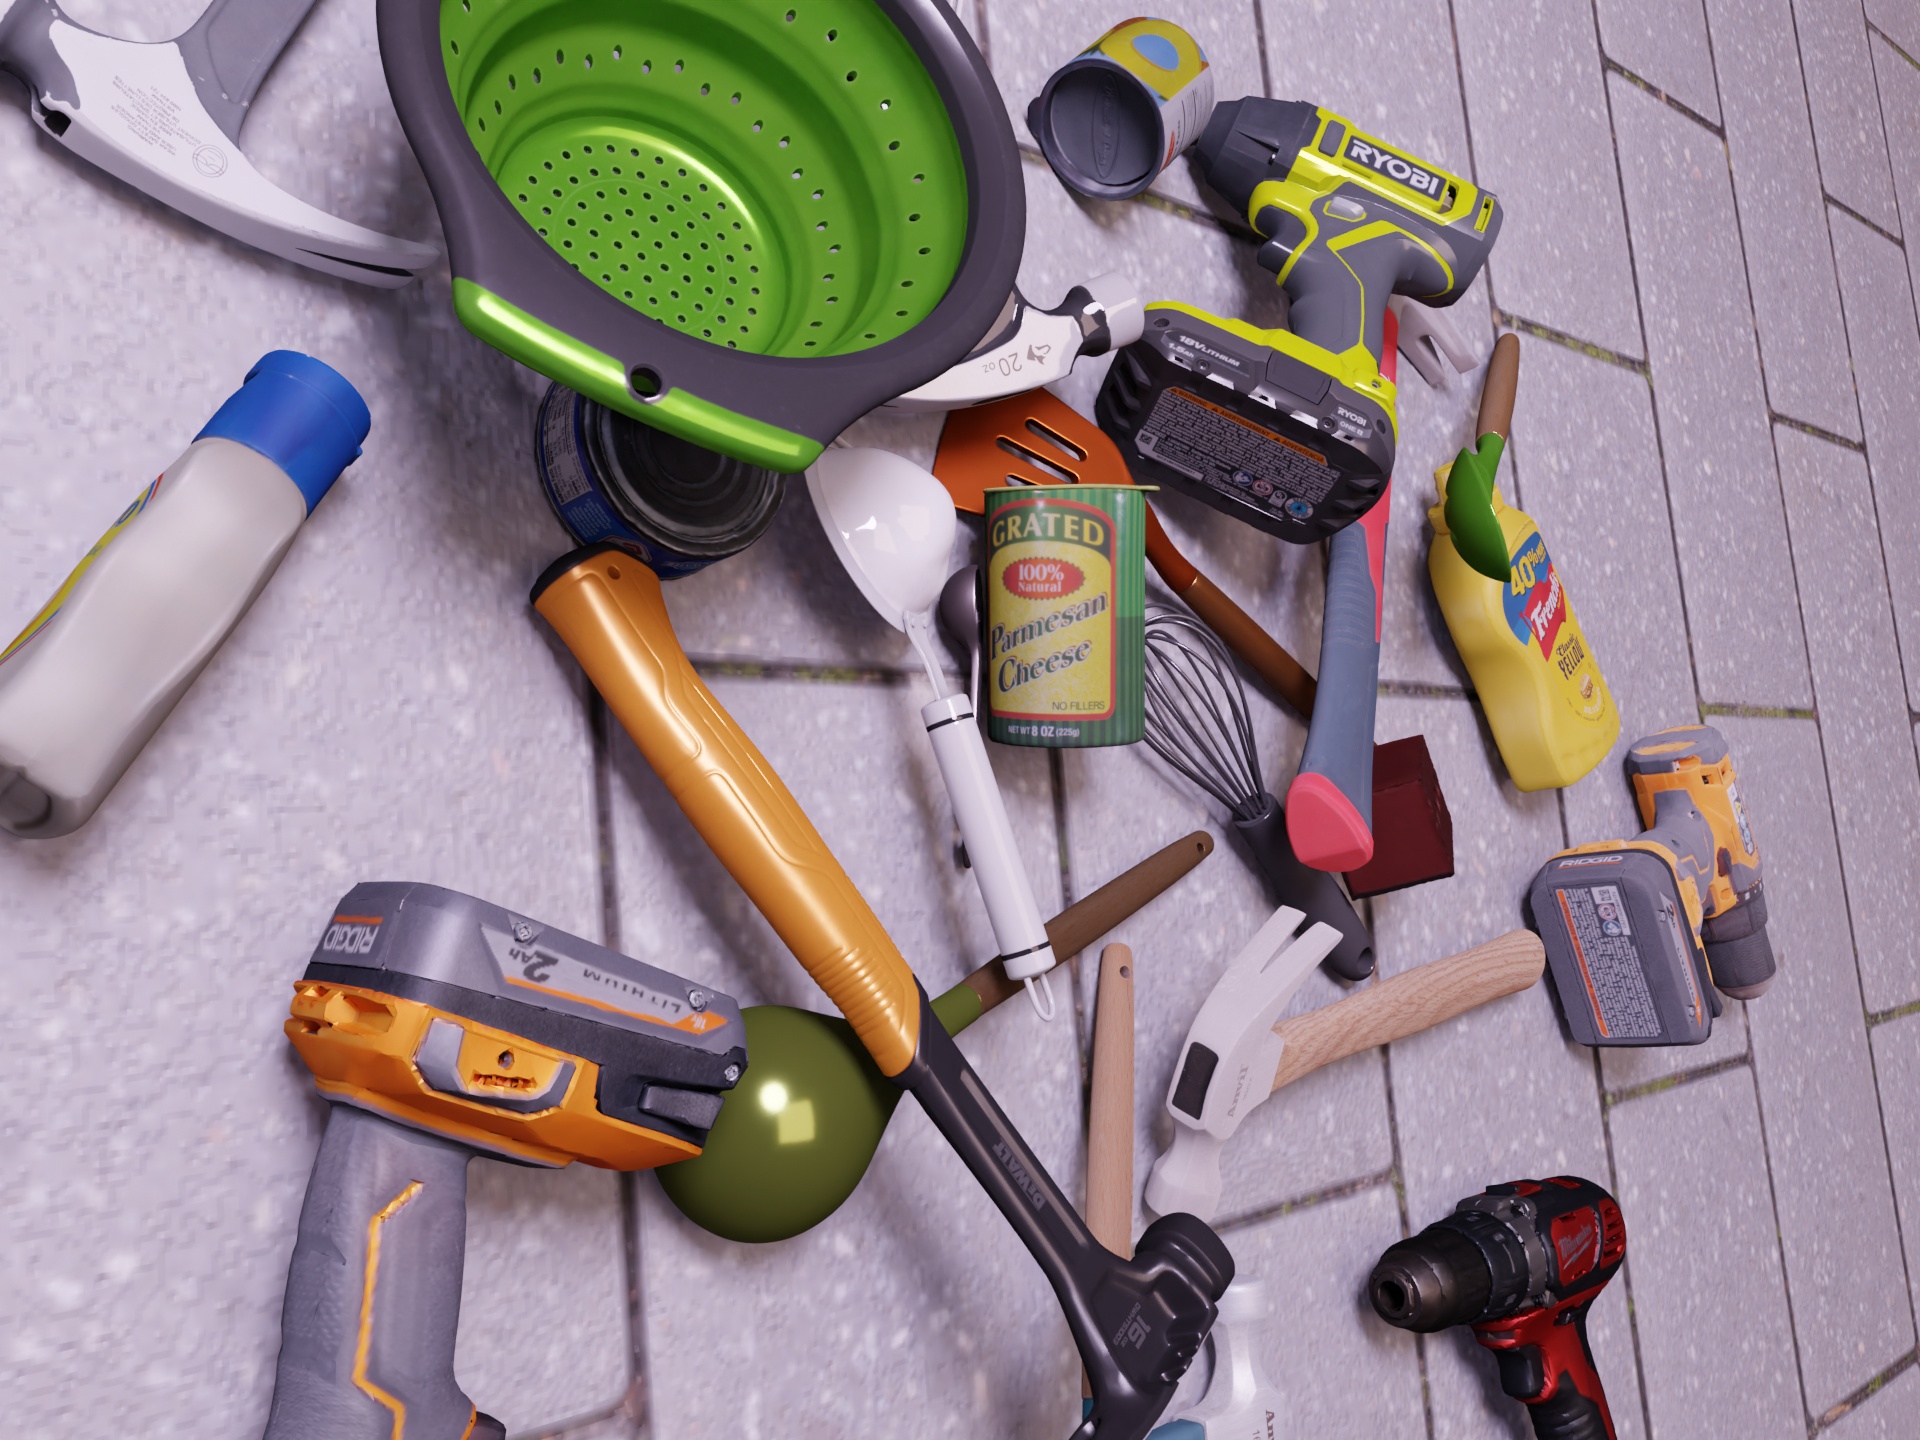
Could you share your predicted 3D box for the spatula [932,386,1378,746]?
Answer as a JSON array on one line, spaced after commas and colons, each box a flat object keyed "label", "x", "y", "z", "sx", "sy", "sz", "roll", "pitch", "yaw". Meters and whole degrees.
[{"label": "spatula", "x": 0.113, "y": -0.053, "z": 0.759, "sx": 0.322, "sy": 0.041, "sz": 0.081, "roll": 37, "pitch": 60, "yaw": -36}]

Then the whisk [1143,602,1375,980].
[{"label": "whisk", "x": 0.140, "y": 0.041, "z": 0.749, "sx": 0.238, "sy": 0.055, "sz": 0.055, "roll": 53, "pitch": 51, "yaw": -26}]

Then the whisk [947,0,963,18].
[{"label": "whisk", "x": -0.011, "y": -0.263, "z": 0.675, "sx": 0.058, "sy": 0.059, "sz": 0.246, "roll": -7, "pitch": 90, "yaw": -73}]

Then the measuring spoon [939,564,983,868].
[{"label": "measuring spoon", "x": -0.001, "y": -0.002, "z": 0.648, "sx": 0.034, "sy": 0.018, "sz": 0.124, "roll": 43, "pitch": 48, "yaw": -81}]

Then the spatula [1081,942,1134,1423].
[{"label": "spatula", "x": 0.063, "y": 0.229, "z": 0.601, "sx": 0.082, "sy": 0.044, "sz": 0.318, "roll": 21, "pitch": 55, "yaw": -25}]

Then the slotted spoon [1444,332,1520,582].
[{"label": "slotted spoon", "x": 0.300, "y": -0.163, "z": 0.896, "sx": 0.070, "sy": 0.031, "sz": 0.314, "roll": 65, "pitch": 31, "yaw": -22}]

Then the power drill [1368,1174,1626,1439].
[{"label": "power drill", "x": 0.280, "y": 0.350, "z": 0.790, "sx": 0.187, "sy": 0.080, "sz": 0.227, "roll": 3, "pitch": 77, "yaw": -42}]

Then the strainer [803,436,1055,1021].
[{"label": "strainer", "x": -0.005, "y": -0.011, "z": 0.602, "sx": 0.087, "sy": 0.050, "sz": 0.258, "roll": -5, "pitch": 76, "yaw": -69}]

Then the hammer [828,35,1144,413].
[{"label": "hammer", "x": -0.048, "y": -0.280, "z": 0.616, "sx": 0.146, "sy": 0.035, "sz": 0.334, "roll": -27, "pitch": 102, "yaw": -24}]

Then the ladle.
[{"label": "ladle", "x": 0.009, "y": 0.102, "z": 0.626, "sx": 0.320, "sy": 0.062, "sz": 0.078, "roll": -24, "pitch": 93, "yaw": -49}]

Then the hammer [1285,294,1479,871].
[{"label": "hammer", "x": 0.213, "y": -0.092, "z": 0.815, "sx": 0.143, "sy": 0.038, "sz": 0.387, "roll": 36, "pitch": 52, "yaw": -33}]

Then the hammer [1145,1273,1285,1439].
[{"label": "hammer", "x": 0.010, "y": 0.296, "z": 0.584, "sx": 0.330, "sy": 0.033, "sz": 0.128, "roll": 5, "pitch": 77, "yaw": -41}]

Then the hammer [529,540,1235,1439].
[{"label": "hammer", "x": -0.037, "y": 0.086, "z": 0.519, "sx": 0.337, "sy": 0.034, "sz": 0.127, "roll": 54, "pitch": 36, "yaw": 2}]

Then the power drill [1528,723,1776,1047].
[{"label": "power drill", "x": 0.443, "y": 0.123, "z": 0.985, "sx": 0.226, "sy": 0.084, "sz": 0.185, "roll": -30, "pitch": 103, "yaw": -46}]

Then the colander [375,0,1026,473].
[{"label": "colander", "x": -0.074, "y": -0.245, "z": 0.545, "sx": 0.204, "sy": 0.094, "sz": 0.397, "roll": 22, "pitch": 62, "yaw": -22}]

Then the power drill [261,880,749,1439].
[{"label": "power drill", "x": -0.140, "y": 0.175, "z": 0.444, "sx": 0.164, "sy": 0.084, "sz": 0.227, "roll": 30, "pitch": 66, "yaw": -35}]

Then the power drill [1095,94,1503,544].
[{"label": "power drill", "x": 0.157, "y": -0.208, "z": 0.770, "sx": 0.171, "sy": 0.080, "sz": 0.223, "roll": 25, "pitch": 59, "yaw": 0}]

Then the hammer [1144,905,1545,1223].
[{"label": "hammer", "x": 0.207, "y": 0.140, "z": 0.775, "sx": 0.331, "sy": 0.031, "sz": 0.130, "roll": -5, "pitch": 113, "yaw": -48}]

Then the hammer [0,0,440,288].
[{"label": "hammer", "x": -0.175, "y": -0.326, "z": 0.545, "sx": 0.149, "sy": 0.036, "sz": 0.409, "roll": 37, "pitch": 58, "yaw": -32}]
